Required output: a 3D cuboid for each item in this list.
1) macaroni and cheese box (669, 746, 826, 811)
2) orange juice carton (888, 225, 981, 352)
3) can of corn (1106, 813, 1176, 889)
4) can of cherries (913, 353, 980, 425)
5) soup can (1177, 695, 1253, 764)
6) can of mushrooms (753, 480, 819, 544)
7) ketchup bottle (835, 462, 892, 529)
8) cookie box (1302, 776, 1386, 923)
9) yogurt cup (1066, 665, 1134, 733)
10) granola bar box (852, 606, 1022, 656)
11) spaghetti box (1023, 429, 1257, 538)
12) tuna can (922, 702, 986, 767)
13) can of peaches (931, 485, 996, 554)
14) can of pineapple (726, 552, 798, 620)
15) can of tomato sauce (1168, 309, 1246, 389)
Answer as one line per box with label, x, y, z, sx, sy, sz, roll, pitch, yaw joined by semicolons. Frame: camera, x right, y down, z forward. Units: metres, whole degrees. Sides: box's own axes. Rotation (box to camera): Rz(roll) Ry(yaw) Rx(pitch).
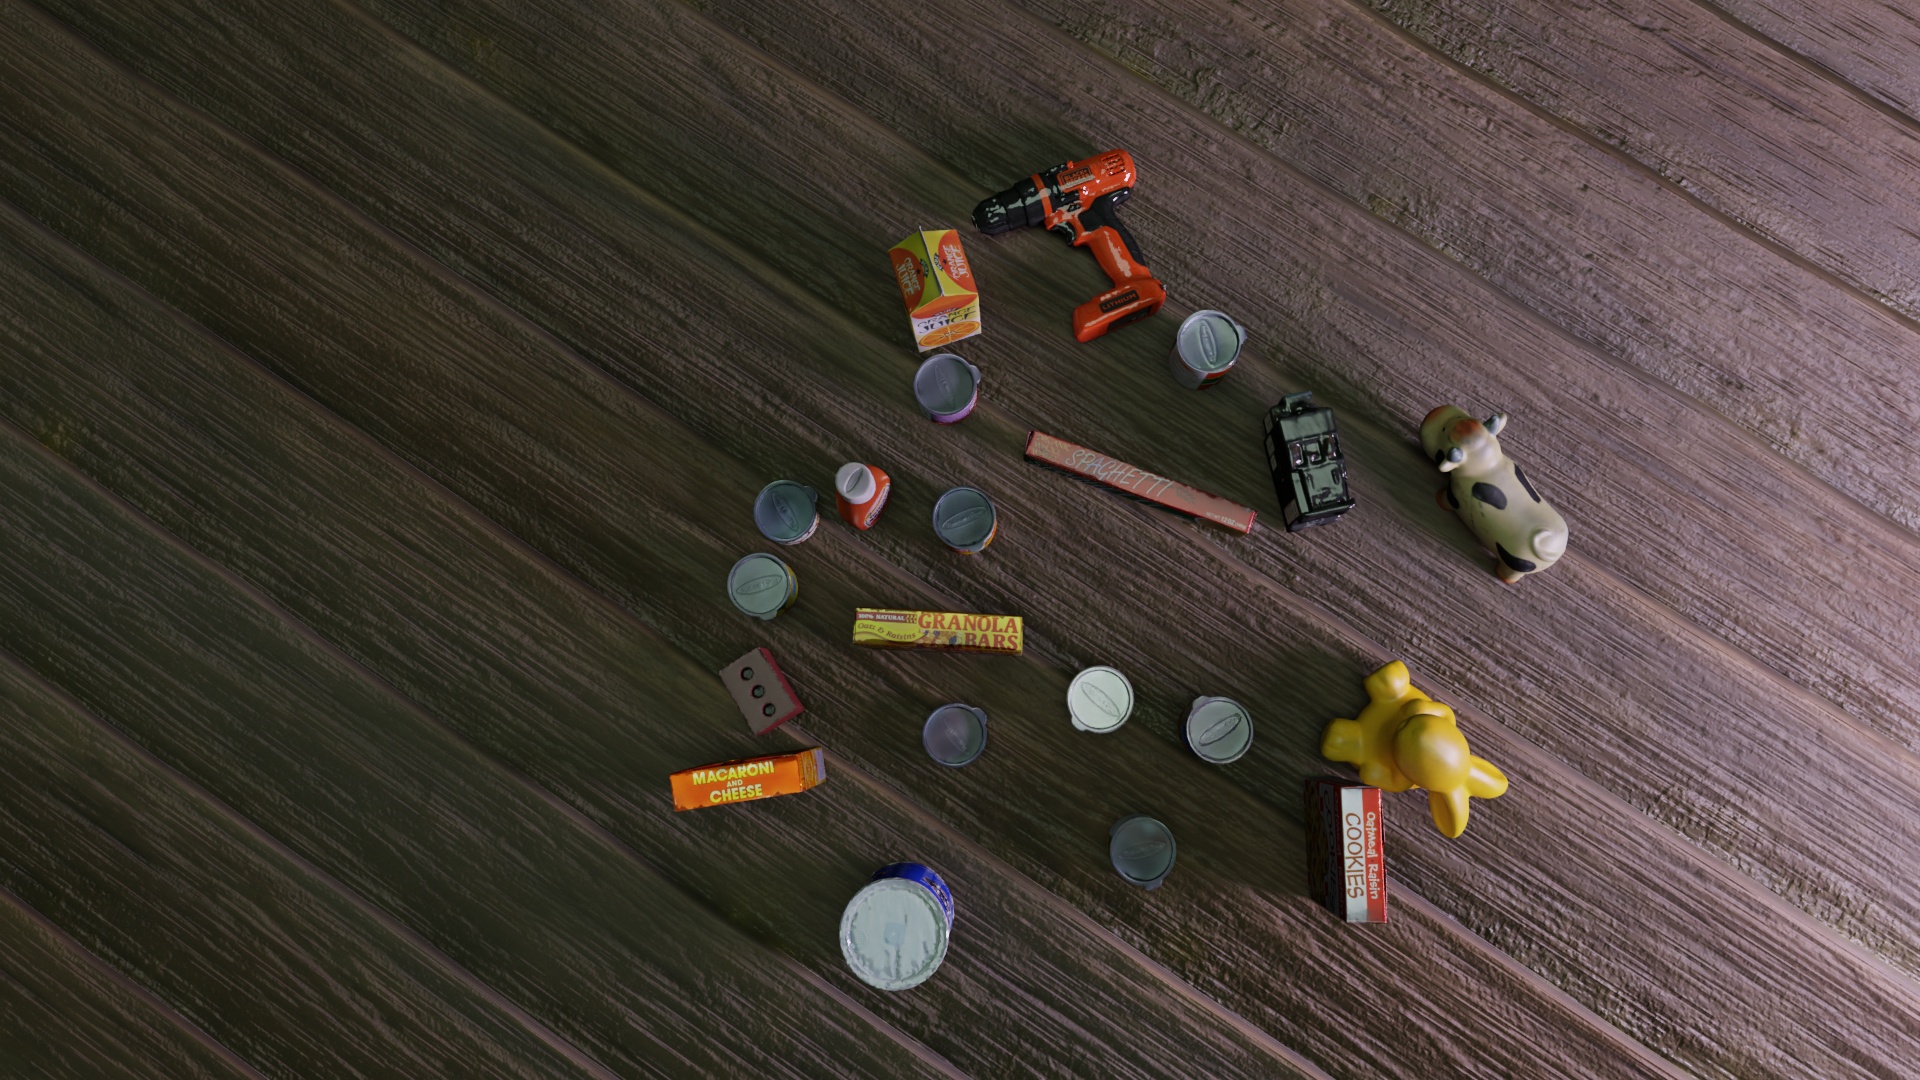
macaroni and cheese box;-0.206;0.233;1.371;0.124;0.166;0.040;-9;83;1
orange juice carton;-0.025;-0.257;1.414;0.073;0.192;0.072;-18;83;0
can of corn;0.182;0.313;1.402;0.071;0.058;0.071;0;83;2
can of cherries;-0.013;-0.159;1.469;0.071;0.058;0.071;0;83;2
soup can;0.255;0.188;1.403;0.071;0.083;0.071;0;83;2
can of mushrooms;-0.182;-0.030;1.471;0.071;0.033;0.071;0;83;2
ketchup bottle;-0.101;-0.050;1.412;0.043;0.148;0.065;31;85;5
cookie box;0.371;0.295;1.344;0.040;0.167;0.123;-1;83;2
yogurt cup;0.142;0.163;1.425;0.072;0.054;0.072;0;83;2
granola bar box;-0.020;0.092;1.404;0.166;0.124;0.039;3;84;2
spaghetti box;0.184;-0.059;1.454;0.250;0.050;0.029;20;84;4
tuna can;-0.004;0.199;1.436;0.071;0.033;0.071;0;83;2
can of peaches;0.005;-0.018;1.450;0.071;0.058;0.071;0;83;2
can of pineapple;-0.206;0.050;1.449;0.071;0.058;0.071;0;83;2
can of tomato sauce;0.257;-0.199;1.452;0.071;0.083;0.071;0;83;2
